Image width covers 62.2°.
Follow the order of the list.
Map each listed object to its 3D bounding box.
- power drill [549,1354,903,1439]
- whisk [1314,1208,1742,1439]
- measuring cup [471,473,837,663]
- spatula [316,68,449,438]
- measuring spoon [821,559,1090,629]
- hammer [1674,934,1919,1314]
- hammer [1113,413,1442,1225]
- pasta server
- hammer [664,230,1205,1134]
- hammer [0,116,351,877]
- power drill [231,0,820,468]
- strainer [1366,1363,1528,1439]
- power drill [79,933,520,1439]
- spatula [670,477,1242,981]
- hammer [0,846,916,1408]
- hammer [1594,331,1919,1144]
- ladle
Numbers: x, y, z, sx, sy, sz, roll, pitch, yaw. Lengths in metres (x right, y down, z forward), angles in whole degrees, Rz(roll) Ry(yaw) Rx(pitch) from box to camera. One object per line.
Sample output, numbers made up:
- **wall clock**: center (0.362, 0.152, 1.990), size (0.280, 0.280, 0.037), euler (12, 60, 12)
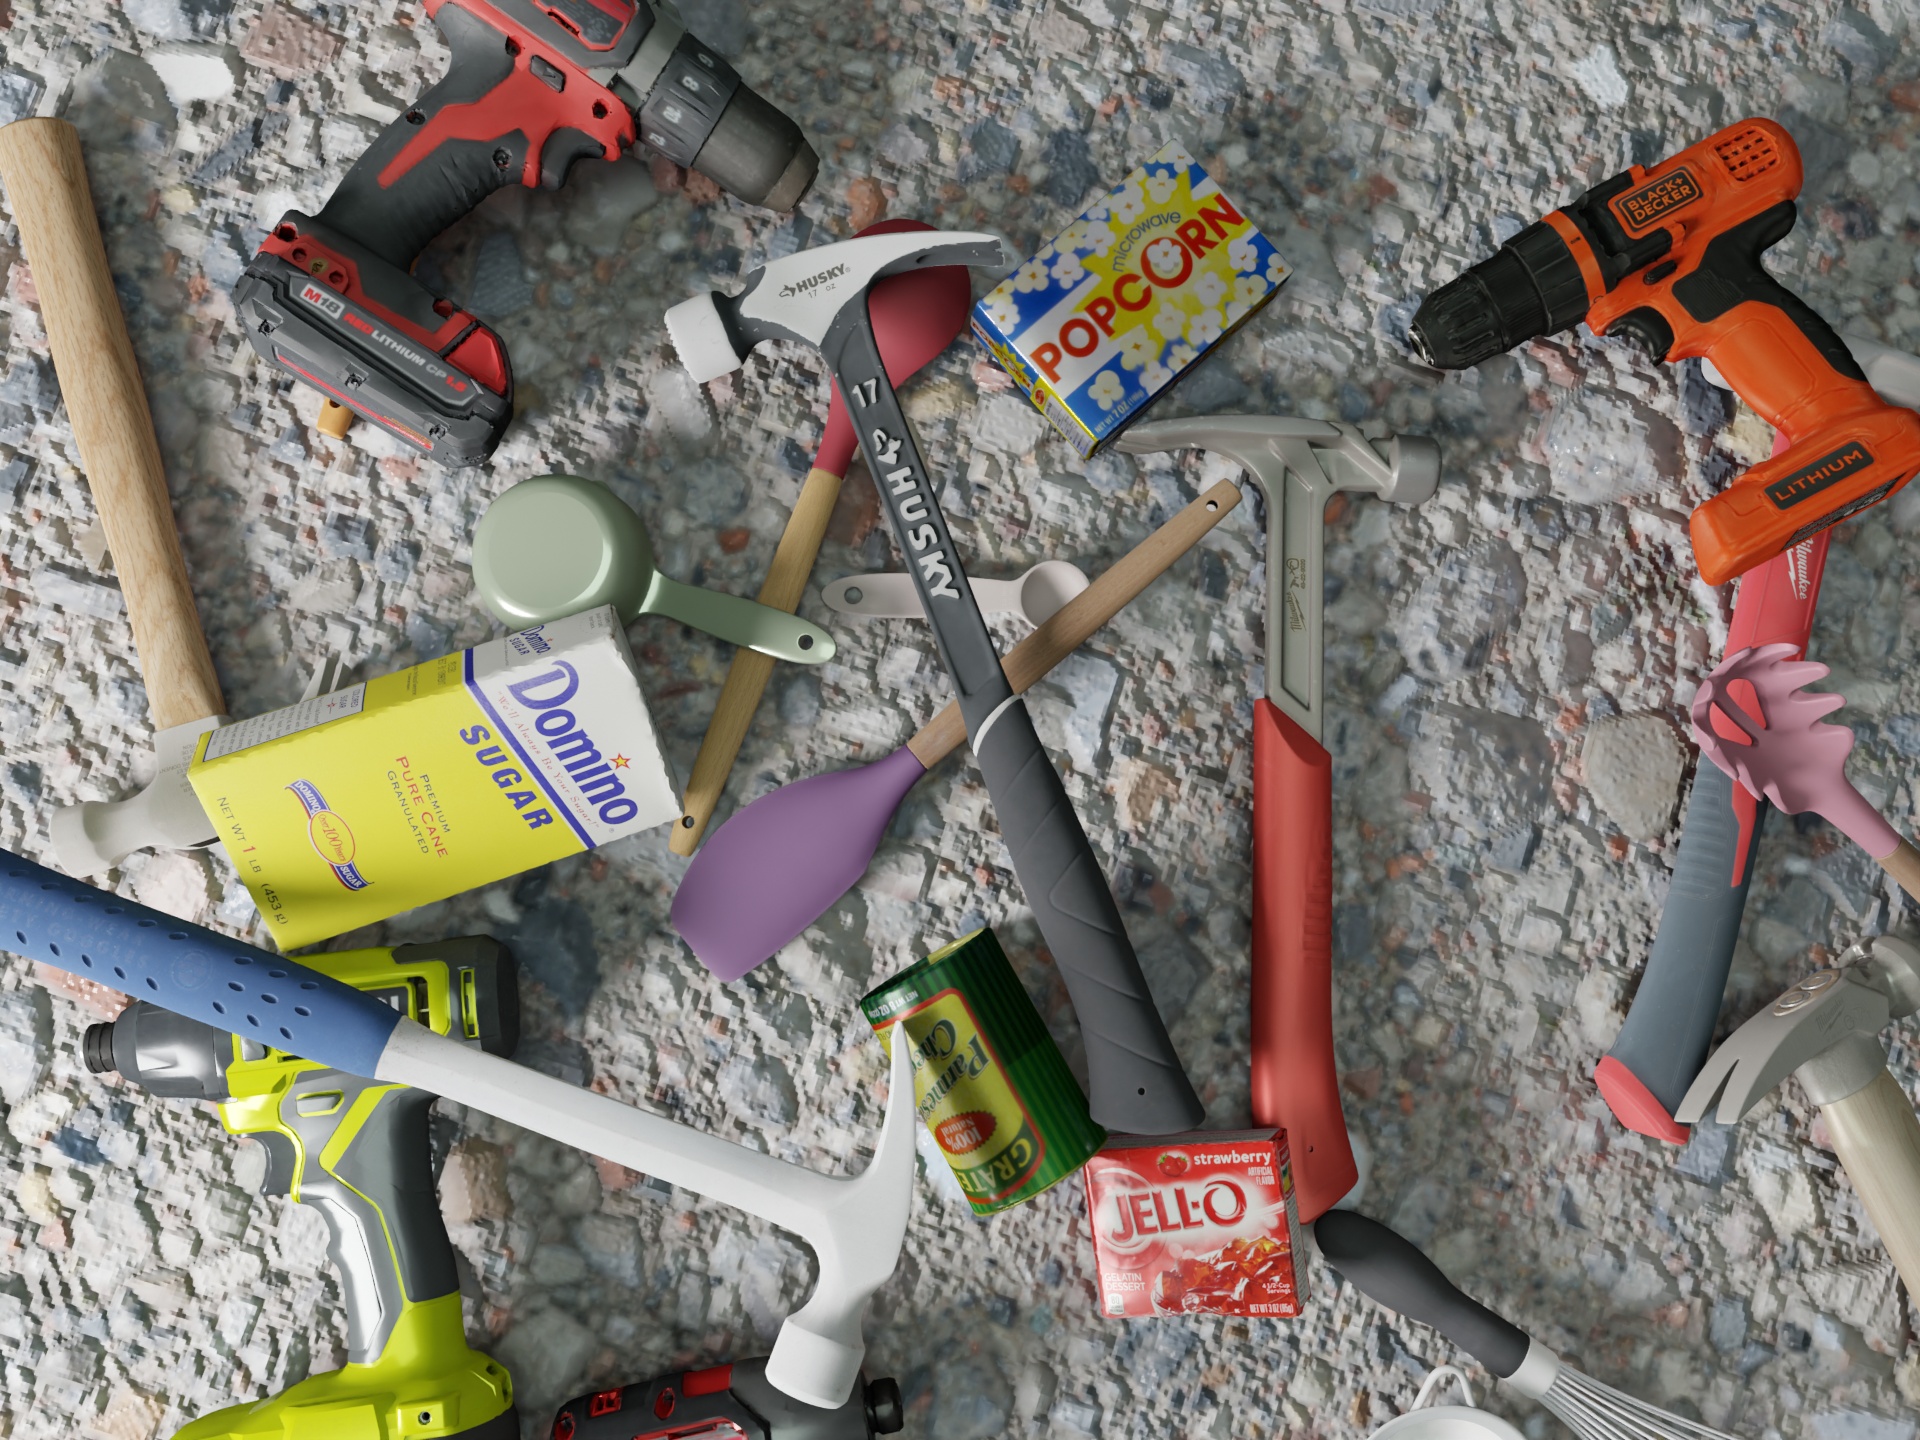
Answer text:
- **power drill**: center (-0.077, 0.371, 0.641), size (0.143, 0.078, 0.220), euler (-12, 85, -2)
- **whisk**: center (0.275, 0.301, 0.693), size (0.284, 0.070, 0.070), euler (34, 83, 4)
- **measuring cup**: center (-0.134, -0.057, 0.693), size (0.167, 0.038, 0.083), euler (18, 85, 8)
- **spatula**: center (-0.229, -0.279, 0.731), size (0.081, 0.041, 0.322), euler (20, 87, -2)
- **measuring spoon**: center (-0.002, -0.056, 0.731), size (0.124, 0.018, 0.034), euler (1, 83, 3)
- **hammer**: center (0.455, 0.309, 0.698), size (0.146, 0.038, 0.410), euler (-26, 89, -26)
- **hammer**: center (0.141, 0.040, 0.718), size (0.149, 0.036, 0.359), euler (3, 83, -4)
- **pasta server**: center (0.435, 0.074, 0.709), size (0.316, 0.040, 0.060), euler (39, 93, -11)
- **hammer**: center (0.013, -0.019, 0.677), size (0.149, 0.036, 0.409), euler (-22, 84, 4)
- **hammer**: center (-0.363, -0.107, 0.697), size (0.130, 0.031, 0.331), euler (-16, 85, -5)
- **power drill**: center (-0.184, -0.222, 0.693), size (0.187, 0.080, 0.227), euler (31, 81, -19)
- **strainer**: center (0.209, 0.397, 0.685), size (0.087, 0.050, 0.258), euler (-3, 90, 1)
- **power drill**: center (-0.266, 0.208, 0.652), size (0.171, 0.080, 0.223), euler (-6, 81, -6)
- **spatula**: center (-0.001, -0.002, 0.704), size (0.316, 0.018, 0.060), euler (-40, 86, 1)
- **hammer**: center (-0.209, 0.125, 0.621), size (0.405, 0.035, 0.144), euler (21, 76, 0)
- **hammer**: center (0.380, 0.008, 0.739), size (0.143, 0.038, 0.386), euler (17, 83, -4)
- **ladle**: center (-0.071, -0.088, 0.721), size (0.069, 0.031, 0.315), euler (20, 85, 3)
